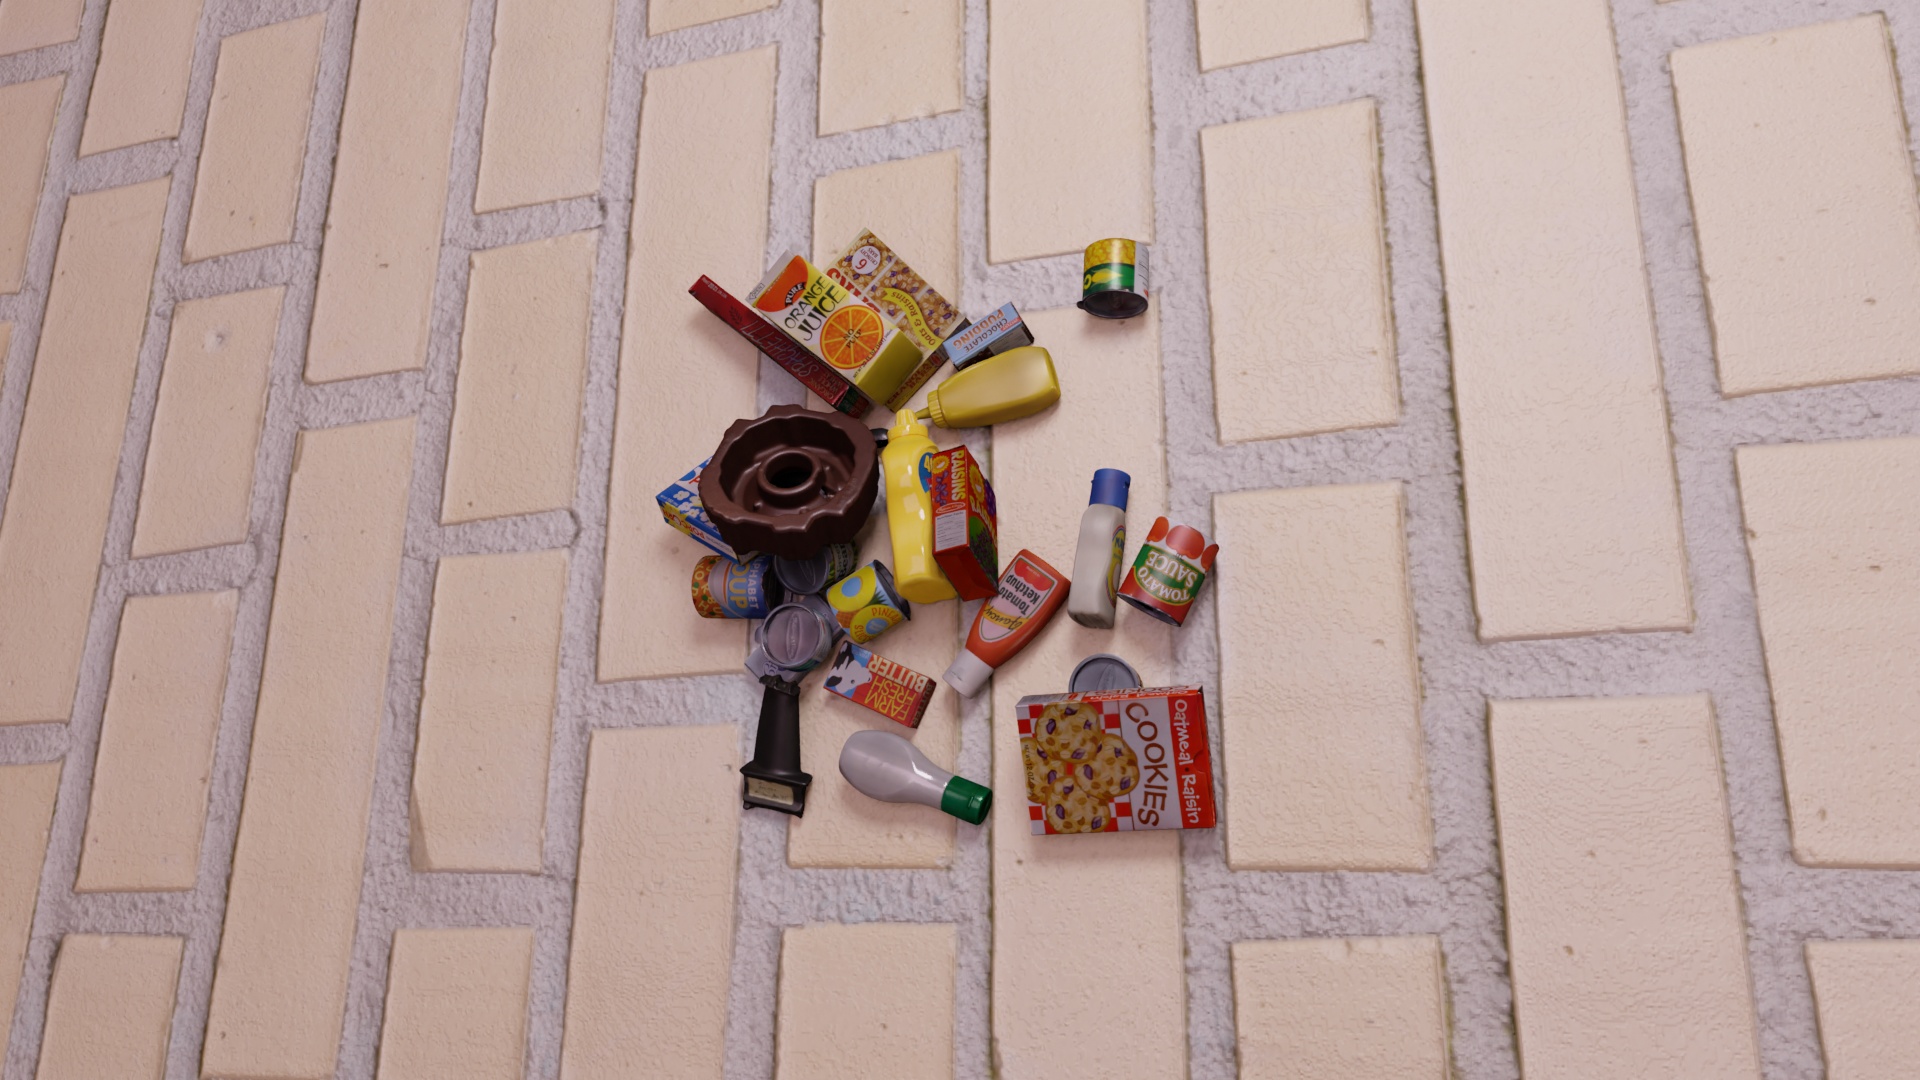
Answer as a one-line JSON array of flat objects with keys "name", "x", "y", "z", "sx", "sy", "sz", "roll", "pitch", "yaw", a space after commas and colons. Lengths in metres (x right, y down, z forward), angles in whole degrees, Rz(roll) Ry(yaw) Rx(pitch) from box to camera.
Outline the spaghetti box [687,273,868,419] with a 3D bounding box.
[{"name": "spaghetti box", "x": -0.195, "y": -0.206, "z": 1.478, "sx": 0.250, "sy": 0.050, "sz": 0.028, "roll": 38, "pitch": 90, "yaw": 28}]

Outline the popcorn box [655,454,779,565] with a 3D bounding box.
[{"name": "popcorn box", "x": -0.239, "y": -0.033, "z": 1.427, "sx": 0.127, "sy": 0.038, "sz": 0.085, "roll": 27, "pitch": 53, "yaw": 34}]

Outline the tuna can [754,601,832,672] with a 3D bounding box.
[{"name": "tuna can", "x": -0.164, "y": 0.096, "z": 1.372, "sx": 0.071, "sy": 0.033, "sz": 0.071, "roll": -4, "pitch": 74, "yaw": 16}]

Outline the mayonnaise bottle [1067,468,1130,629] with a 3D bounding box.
[{"name": "mayonnaise bottle", "x": 0.133, "y": 0.006, "z": 1.315, "sx": 0.041, "sy": 0.064, "sz": 0.148, "roll": 4, "pitch": 72, "yaw": 23}]

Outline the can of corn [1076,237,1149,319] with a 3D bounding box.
[{"name": "can of corn", "x": 0.152, "y": -0.260, "z": 1.381, "sx": 0.071, "sy": 0.071, "sz": 0.058, "roll": -1, "pitch": 74, "yaw": 18}]

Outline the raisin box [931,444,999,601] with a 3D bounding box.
[{"name": "raisin box", "x": 0.005, "y": -0.017, "z": 1.329, "sx": 0.040, "sy": 0.085, "sz": 0.124, "roll": -15, "pitch": 50, "yaw": 16}]

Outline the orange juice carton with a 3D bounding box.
[{"name": "orange juice carton", "x": -0.136, "y": -0.224, "z": 1.418, "sx": 0.193, "sy": 0.073, "sz": 0.072, "roll": 39, "pitch": 91, "yaw": 24}]

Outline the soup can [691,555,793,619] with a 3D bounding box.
[{"name": "soup can", "x": -0.223, "y": 0.047, "z": 1.412, "sx": 0.084, "sy": 0.071, "sz": 0.071, "roll": 0, "pitch": 75, "yaw": 18}]

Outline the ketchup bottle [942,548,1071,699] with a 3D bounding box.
[{"name": "ketchup bottle", "x": 0.041, "y": 0.083, "z": 1.331, "sx": 0.065, "sy": 0.043, "sz": 0.149, "roll": 36, "pitch": 89, "yaw": 27}]

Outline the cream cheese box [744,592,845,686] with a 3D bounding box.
[{"name": "cream cheese box", "x": -0.164, "y": 0.106, "z": 1.401, "sx": 0.104, "sy": 0.024, "sz": 0.053, "roll": -47, "pitch": 66, "yaw": 1}]

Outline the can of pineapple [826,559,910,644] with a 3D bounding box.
[{"name": "can of pineapple", "x": -0.090, "y": 0.062, "z": 1.367, "sx": 0.058, "sy": 0.071, "sz": 0.071, "roll": -32, "pitch": 68, "yaw": 8}]

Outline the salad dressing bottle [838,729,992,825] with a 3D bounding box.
[{"name": "salad dressing bottle", "x": -0.042, "y": 0.227, "z": 1.317, "sx": 0.148, "sy": 0.044, "sz": 0.064, "roll": 19, "pitch": 80, "yaw": 21}]

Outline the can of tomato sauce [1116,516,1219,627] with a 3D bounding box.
[{"name": "can of tomato sauce", "x": 0.192, "y": 0.028, "z": 1.283, "sx": 0.071, "sy": 0.071, "sz": 0.083, "roll": 26, "pitch": 84, "yaw": 23}]

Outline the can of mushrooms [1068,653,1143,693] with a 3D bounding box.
[{"name": "can of mushrooms", "x": 0.138, "y": 0.141, "z": 1.288, "sx": 0.071, "sy": 0.033, "sz": 0.071, "roll": -5, "pitch": 73, "yaw": 17}]

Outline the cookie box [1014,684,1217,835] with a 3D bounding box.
[{"name": "cookie box", "x": 0.140, "y": 0.197, "z": 1.244, "sx": 0.167, "sy": 0.040, "sz": 0.122, "roll": -6, "pitch": 96, "yaw": 16}]

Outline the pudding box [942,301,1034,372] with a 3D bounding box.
[{"name": "pudding box", "x": 0.029, "y": -0.202, "z": 1.414, "sx": 0.083, "sy": 0.049, "sz": 0.030, "roll": -32, "pitch": 66, "yaw": 7}]

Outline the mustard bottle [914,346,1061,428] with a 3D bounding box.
[{"name": "mustard bottle", "x": 0.019, "y": -0.146, "z": 1.401, "sx": 0.160, "sy": 0.048, "sz": 0.065, "roll": -16, "pitch": 71, "yaw": 14}]

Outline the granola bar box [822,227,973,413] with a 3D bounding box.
[{"name": "granola bar box", "x": -0.084, "y": -0.233, "z": 1.465, "sx": 0.124, "sy": 0.039, "sz": 0.166, "roll": -46, "pitch": 67, "yaw": 2}]

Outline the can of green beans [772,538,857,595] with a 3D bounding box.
[{"name": "can of green beans", "x": -0.145, "y": 0.018, "z": 1.391, "sx": 0.071, "sy": 0.058, "sz": 0.071, "roll": 5, "pitch": 102, "yaw": 26}]

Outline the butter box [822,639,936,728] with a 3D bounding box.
[{"name": "butter box", "x": -0.079, "y": 0.141, "z": 1.363, "sx": 0.103, "sy": 0.024, "sz": 0.053, "roll": 22, "pitch": 82, "yaw": 22}]
